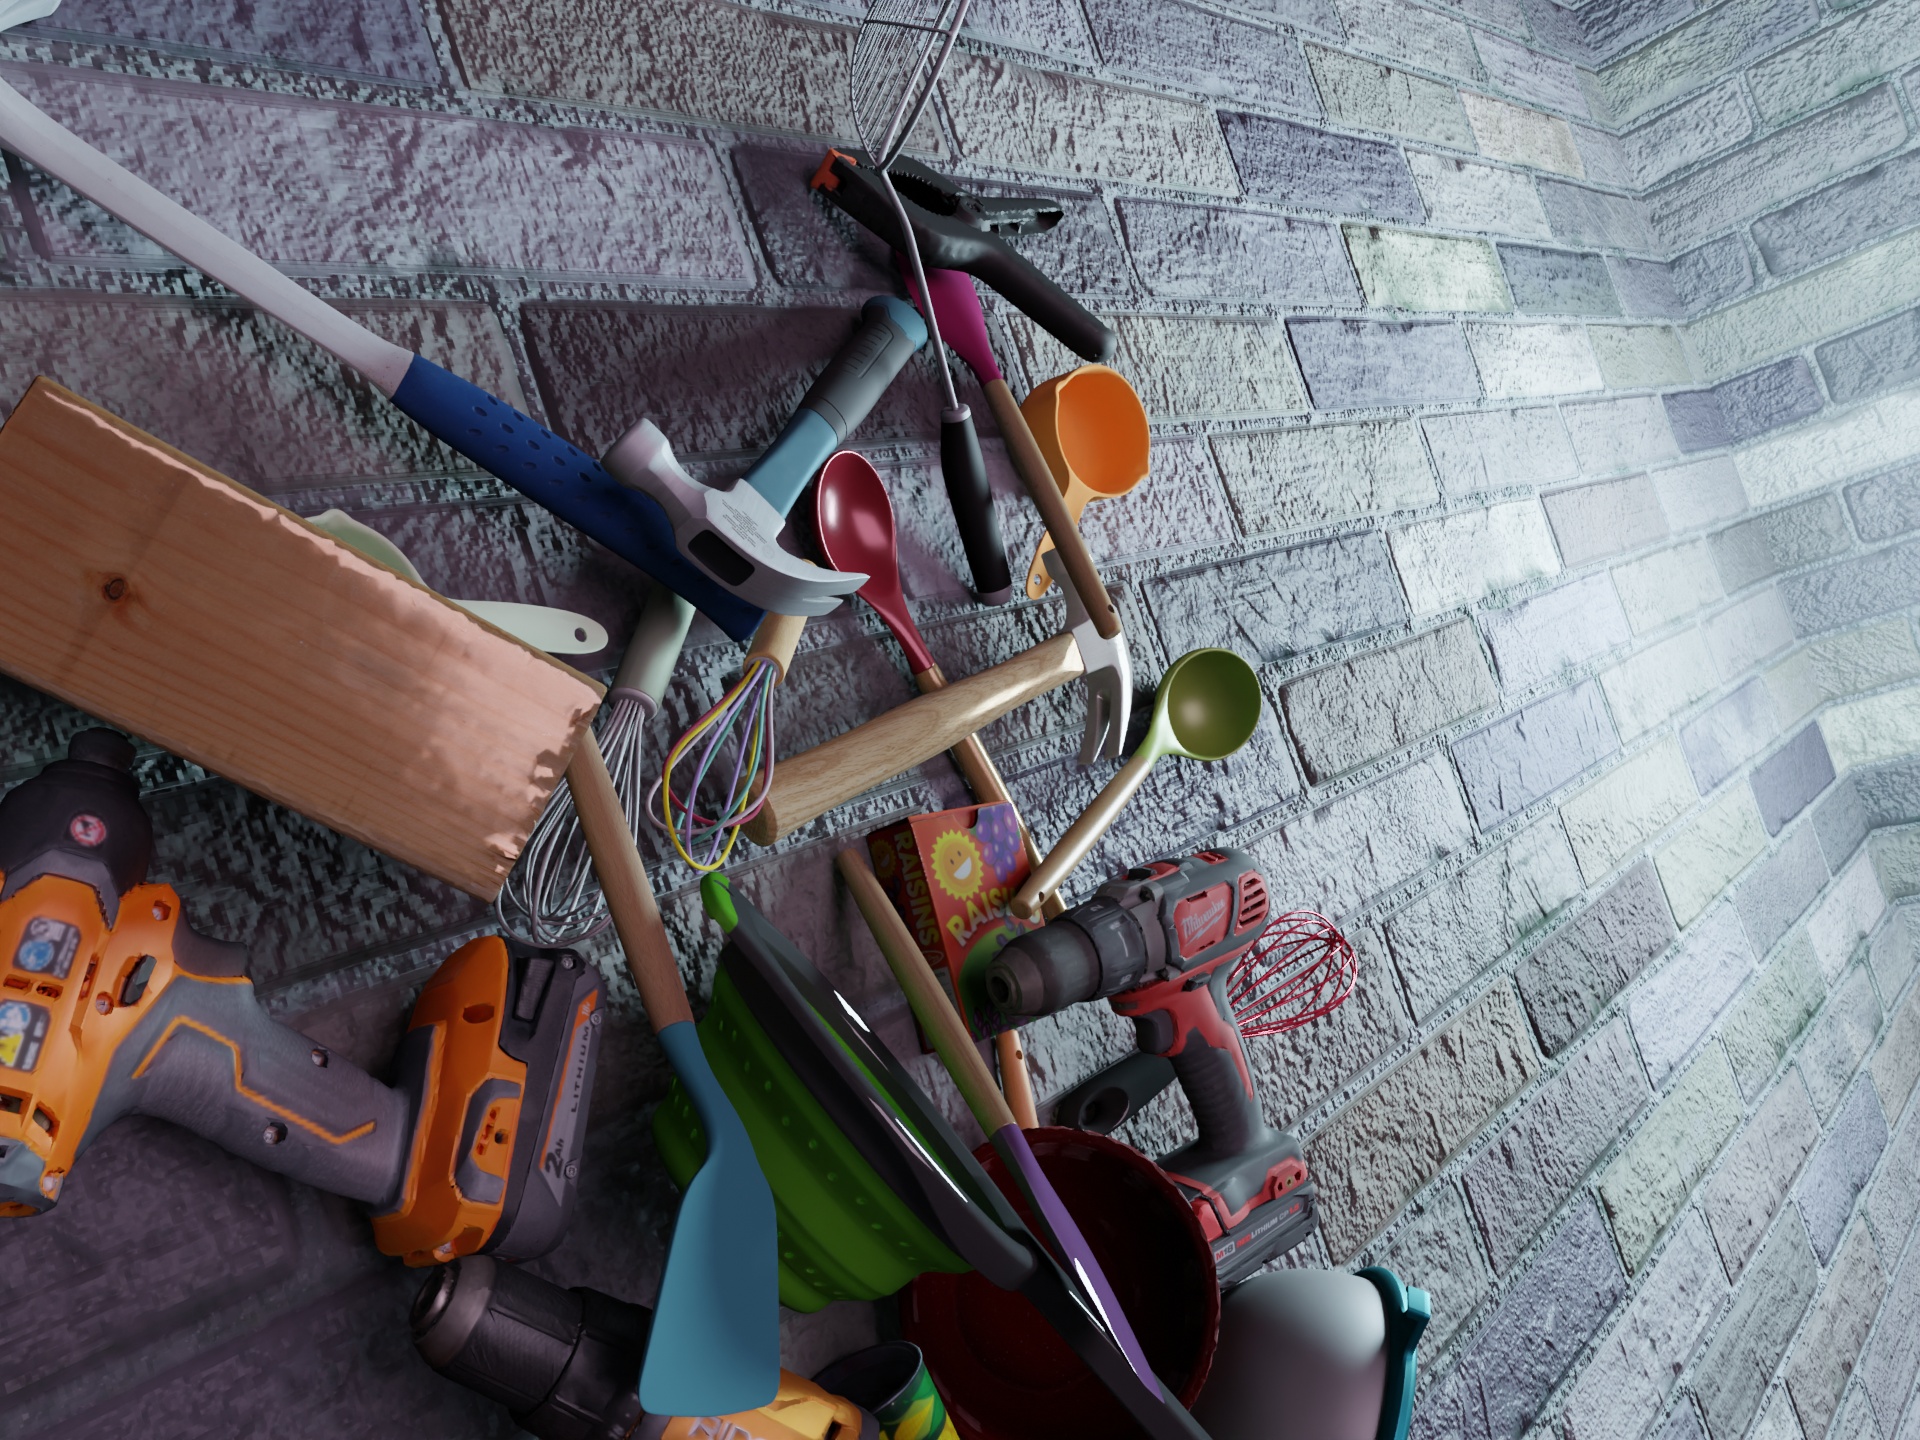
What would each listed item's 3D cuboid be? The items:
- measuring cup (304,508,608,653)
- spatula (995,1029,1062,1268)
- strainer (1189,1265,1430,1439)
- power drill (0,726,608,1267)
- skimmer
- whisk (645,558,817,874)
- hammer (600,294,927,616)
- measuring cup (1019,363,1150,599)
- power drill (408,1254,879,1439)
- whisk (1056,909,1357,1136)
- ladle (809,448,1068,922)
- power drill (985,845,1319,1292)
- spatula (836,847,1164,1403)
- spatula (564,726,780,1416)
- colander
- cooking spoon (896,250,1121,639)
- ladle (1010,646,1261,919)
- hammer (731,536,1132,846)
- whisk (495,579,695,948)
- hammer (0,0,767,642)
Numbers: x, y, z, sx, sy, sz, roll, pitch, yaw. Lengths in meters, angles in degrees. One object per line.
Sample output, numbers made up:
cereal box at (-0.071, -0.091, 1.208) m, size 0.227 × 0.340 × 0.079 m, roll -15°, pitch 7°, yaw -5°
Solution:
measuring cup at (-0.229, -0.039, 0.681) m, size 0.167 × 0.038 × 0.083 m, roll 5°, pitch 71°, yaw -48°
spatula at (0.047, 0.327, 0.841) m, size 0.081 × 0.041 × 0.323 m, roll 9°, pitch 64°, yaw -46°
strainer at (0.126, 0.431, 0.822) m, size 0.095 × 0.211 × 0.340 m, roll 24°, pitch 73°, yaw 3°
power drill at (-0.246, 0.105, 0.571) m, size 0.226 × 0.084 × 0.164 m, roll 25°, pitch 55°, yaw -35°
skimmer at (0.011, -0.239, 0.900) m, size 0.127 × 0.090 × 0.363 m, roll -100°, pitch 176°, yaw -64°
whisk at (-0.100, -0.015, 0.765) m, size 0.047 × 0.051 × 0.245 m, roll 35°, pitch 32°, yaw -15°
hammer at (-0.074, -0.160, 0.842) m, size 0.128 × 0.033 × 0.331 m, roll 45°, pitch 32°, yaw -15°
measuring cup at (0.062, -0.150, 1.038) m, size 0.095 × 0.052 × 0.174 m, roll 36°, pitch 66°, yaw -32°
power drill at (-0.148, 0.313, 0.550) m, size 0.185 × 0.084 × 0.226 m, roll 37°, pitch 65°, yaw -22°
whisk at (0.158, 0.191, 0.995) m, size 0.296 × 0.073 × 0.073 m, roll -22°, pitch 91°, yaw -43°
ladle at (-0.007, -0.008, 0.917) m, size 0.069 × 0.031 × 0.315 m, roll -40°, pitch 106°, yaw -47°
power drill at (0.106, 0.195, 0.872) m, size 0.188 × 0.080 × 0.226 m, roll -15°, pitch 98°, yaw -37°
spatula at (0.010, 0.172, 0.738) m, size 0.316 × 0.018 × 0.059 m, roll 55°, pitch -2°, yaw 39°
spatula at (-0.128, 0.104, 0.620) m, size 0.082 × 0.044 × 0.318 m, roll 34°, pitch 26°, yaw -56°
colander at (-0.014, 0.246, 0.700) m, size 0.094 × 0.204 × 0.397 m, roll -40°, pitch 98°, yaw -6°
cooking spoon at (0.031, -0.187, 0.982) m, size 0.068 × 0.017 × 0.319 m, roll 1°, pitch 59°, yaw -46°
ladle at (0.112, 0.037, 0.976) m, size 0.320 × 0.062 × 0.078 m, roll -42°, pitch 116°, yaw -54°
hammer at (-0.001, -0.003, 0.879) m, size 0.331 × 0.031 × 0.130 m, roll -28°, pitch 98°, yaw -48°
whisk at (-0.156, -0.001, 0.741) m, size 0.057 × 0.059 × 0.247 m, roll 80°, pitch 17°, yaw -51°
hammer at (-0.248, -0.159, 0.684) m, size 0.405 × 0.035 × 0.144 m, roll 33°, pitch 52°, yaw -28°
